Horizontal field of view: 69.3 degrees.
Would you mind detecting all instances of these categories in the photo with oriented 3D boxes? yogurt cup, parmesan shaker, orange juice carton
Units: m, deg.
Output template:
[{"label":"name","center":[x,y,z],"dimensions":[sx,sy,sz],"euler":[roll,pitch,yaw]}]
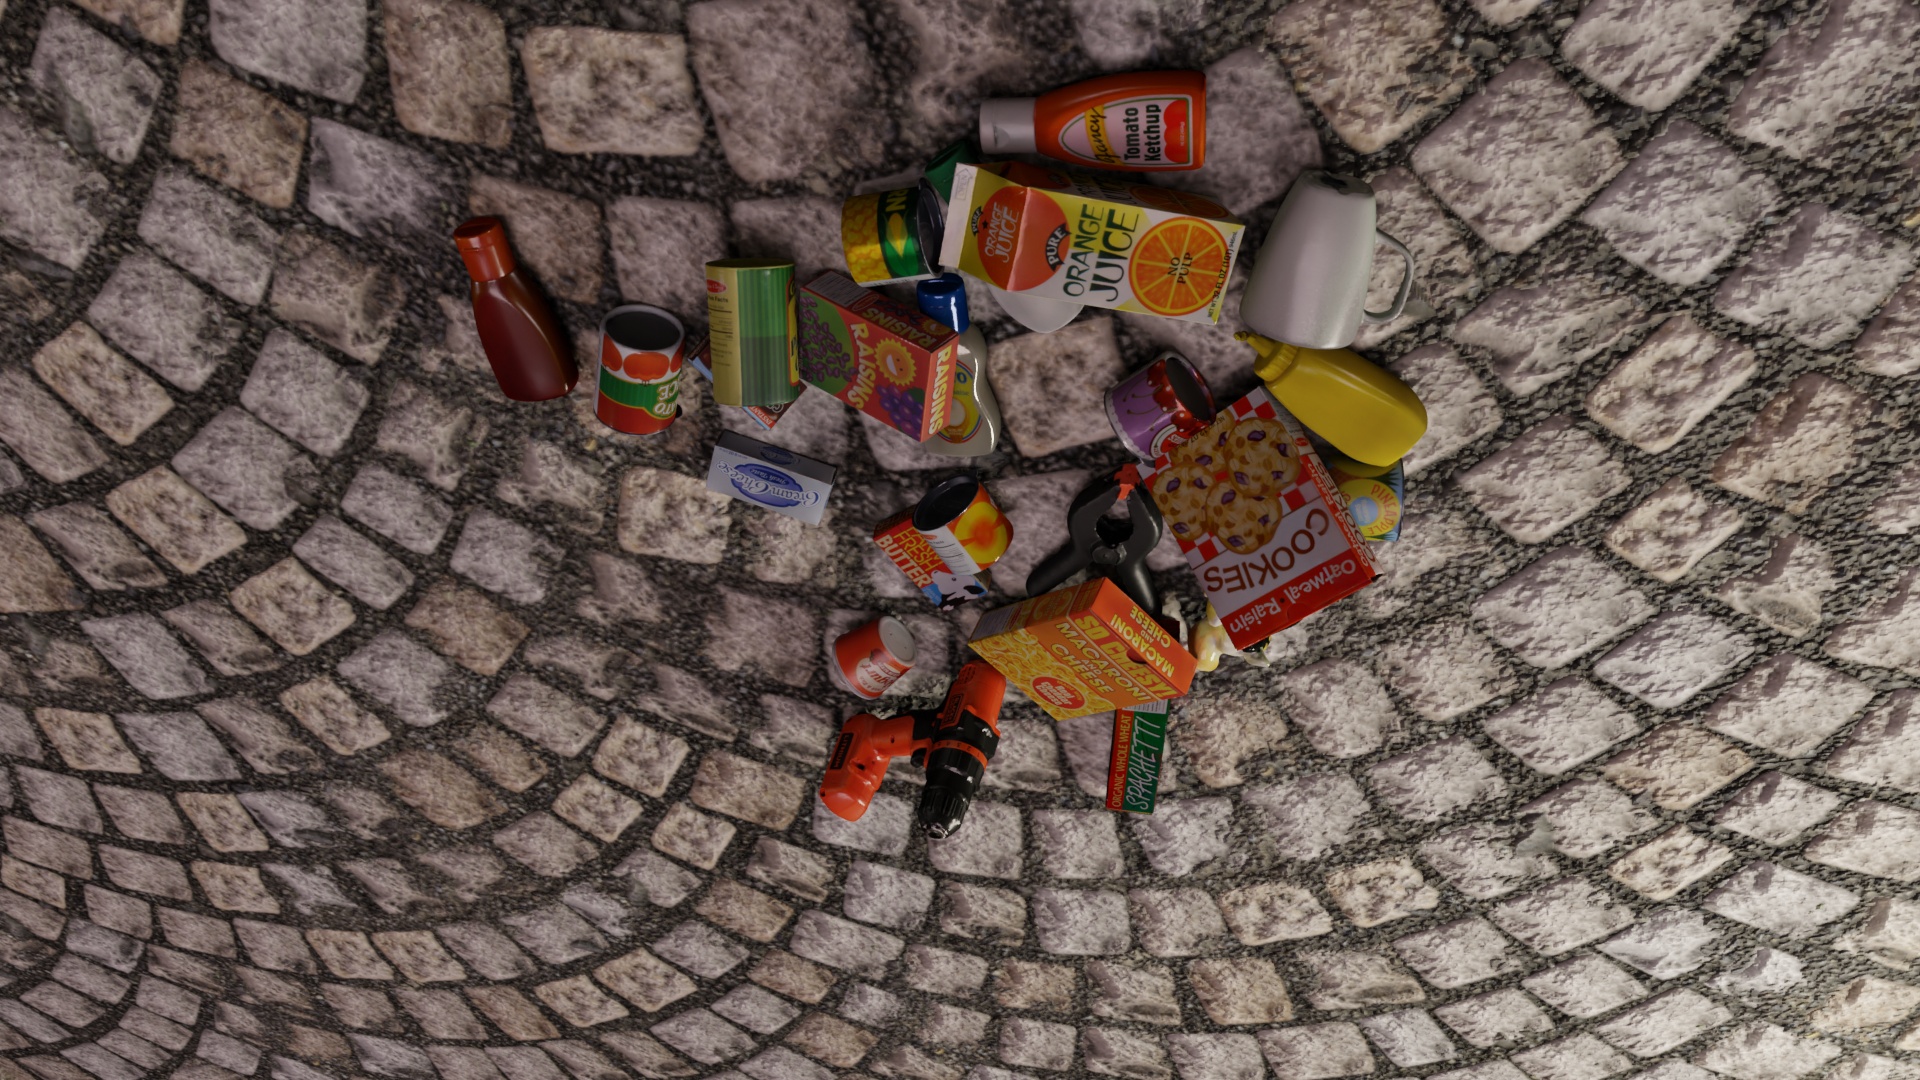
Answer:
[{"label":"yogurt cup","center":[-0.077,0.105,1.279],"dimensions":[0.053,0.073,0.072],"euler":[-34,117,24]},{"label":"parmesan shaker","center":[-0.156,-0.157,1.042],"dimensions":[0.071,0.071,0.102],"euler":[3,108,9]},{"label":"orange juice carton","center":[0.084,-0.204,0.936],"dimensions":[0.193,0.073,0.071],"euler":[7,117,-11]}]

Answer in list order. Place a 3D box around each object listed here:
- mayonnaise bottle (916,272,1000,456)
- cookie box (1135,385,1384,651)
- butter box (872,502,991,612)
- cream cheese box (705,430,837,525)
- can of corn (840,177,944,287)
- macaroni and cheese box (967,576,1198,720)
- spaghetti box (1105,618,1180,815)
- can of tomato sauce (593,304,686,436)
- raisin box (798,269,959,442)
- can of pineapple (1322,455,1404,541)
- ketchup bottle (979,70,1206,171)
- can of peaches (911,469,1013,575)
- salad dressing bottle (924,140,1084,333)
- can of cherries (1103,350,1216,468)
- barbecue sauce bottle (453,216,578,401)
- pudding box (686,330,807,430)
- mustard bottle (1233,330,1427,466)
[{"label":"mayonnaise bottle","center":[-0.007,-0.134,1.071],"dimensions":[0.065,0.041,0.147],"euler":[2,130,13]},{"label":"cookie box","center":[0.226,-0.017,1.063],"dimensions":[0.122,0.040,0.167],"euler":[-34,77,33]},{"label":"butter box","center":[-0.024,0.015,1.216],"dimensions":[0.053,0.024,0.103],"euler":[-27,121,29]},{"label":"cream cheese box","center":[-0.161,-0.053,1.184],"dimensions":[0.104,0.024,0.053],"euler":[18,133,-5]},{"label":"can of corn","center":[-0.048,-0.219,0.990],"dimensions":[0.058,0.071,0.070],"euler":[-5,129,16]},{"label":"macaroni and cheese box","center":[0.104,0.099,1.212],"dimensions":[0.123,0.040,0.166],"euler":[41,146,-21]},{"label":"spaghetti box","center":[0.169,0.170,1.309],"dimensions":[0.050,0.029,0.248],"euler":[6,131,6]},{"label":"can of tomato sauce","center":[-0.253,-0.135,1.103],"dimensions":[0.071,0.071,0.082],"euler":[16,131,-3]},{"label":"raisin box","center":[-0.063,-0.139,1.047],"dimensions":[0.123,0.040,0.085],"euler":[29,135,23]},{"label":"can of pineapple","center":[0.311,-0.033,1.077],"dimensions":[0.058,0.071,0.070],"euler":[2,131,10]},{"label":"ketchup bottle","center":[0.088,-0.278,0.925],"dimensions":[0.149,0.044,0.064],"euler":[2,132,11]},{"label":"can of peaches","center":[0.004,-0.015,1.158],"dimensions":[0.071,0.071,0.058],"euler":[-21,123,27]},{"label":"salad dressing bottle","center":[0.032,-0.216,0.991],"dimensions":[0.064,0.044,0.147],"euler":[-28,119,25]},{"label":"can of cherries","center":[0.153,-0.099,1.051],"dimensions":[0.058,0.072,0.071],"euler":[-33,118,32]},{"label":"barbecue sauce bottle","center":[-0.355,-0.181,1.098],"dimensions":[0.065,0.044,0.147],"euler":[-2,129,13]},{"label":"pudding box","center":[-0.169,-0.133,1.097],"dimensions":[0.050,0.030,0.083],"euler":[-48,114,-4]},{"label":"mustard bottle","center":[0.268,-0.116,1.027],"dimensions":[0.160,0.049,0.065],"euler":[30,129,-14]}]
